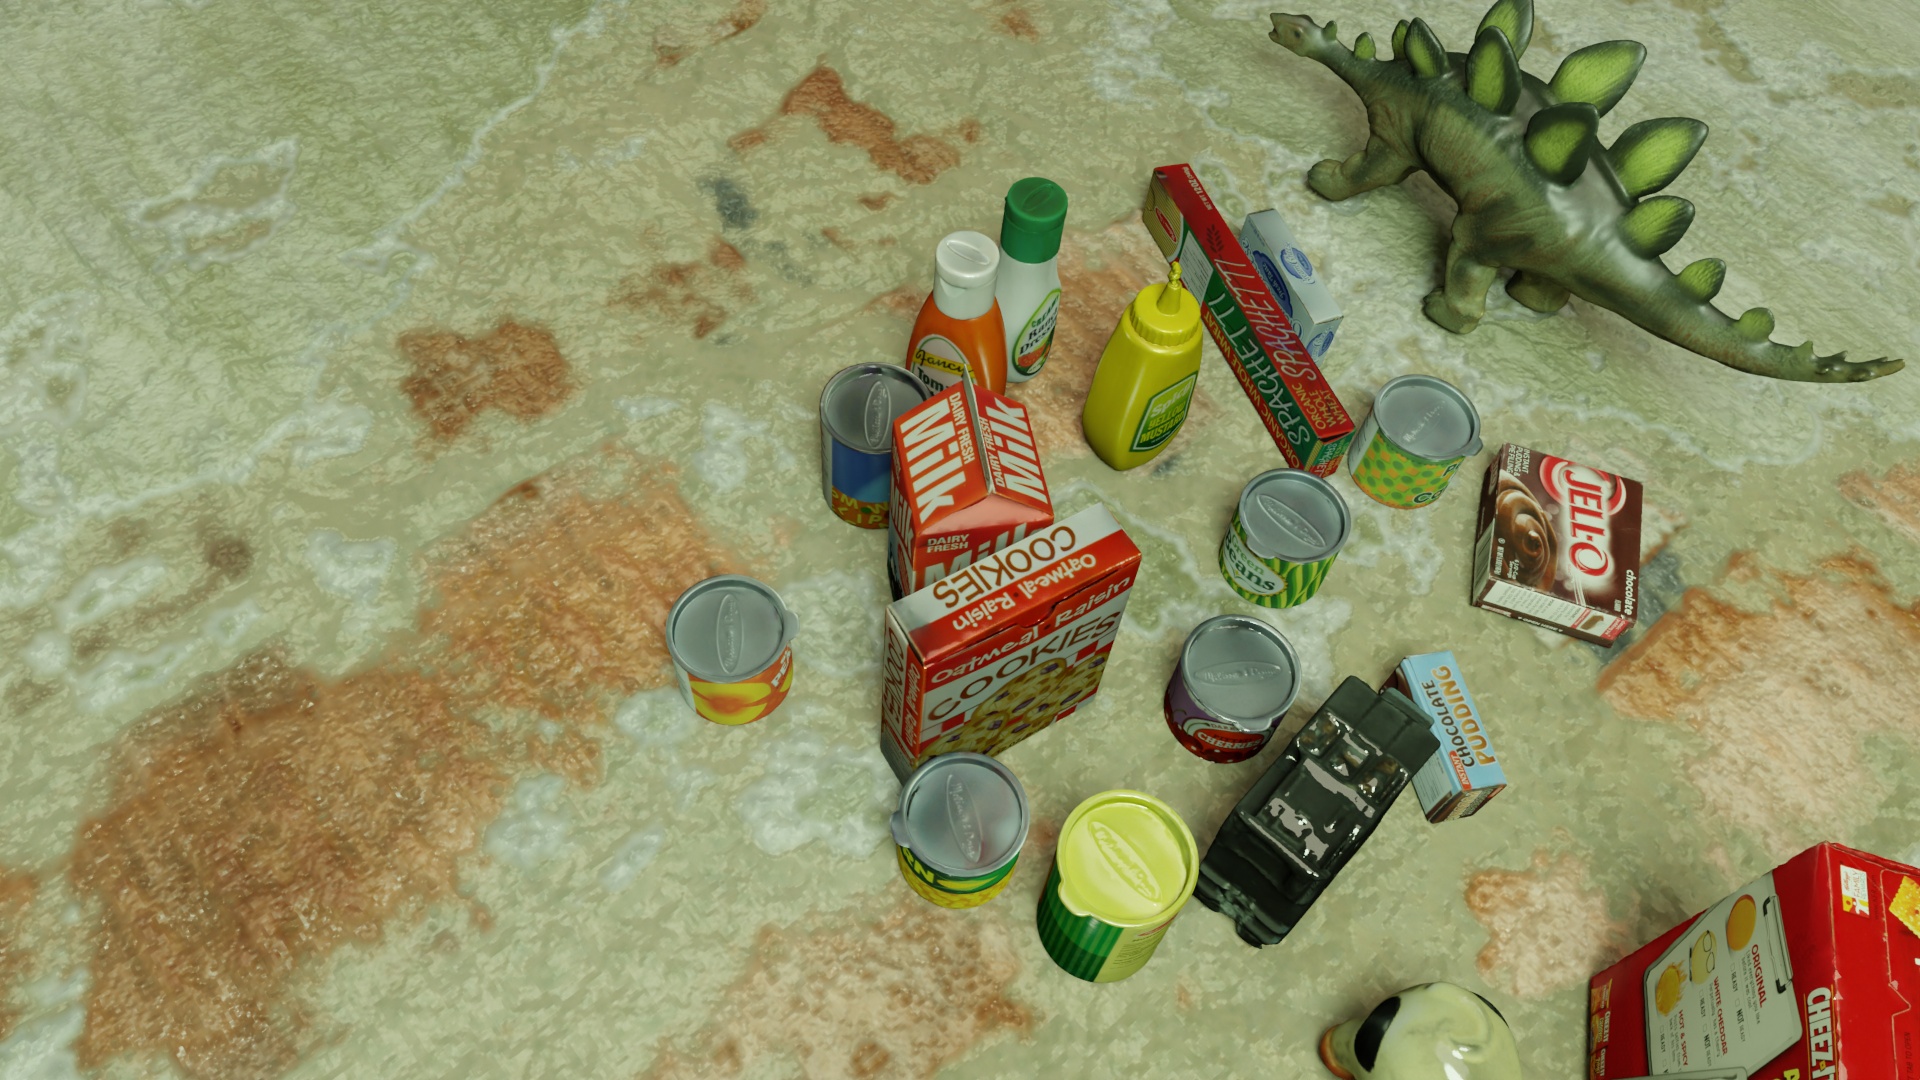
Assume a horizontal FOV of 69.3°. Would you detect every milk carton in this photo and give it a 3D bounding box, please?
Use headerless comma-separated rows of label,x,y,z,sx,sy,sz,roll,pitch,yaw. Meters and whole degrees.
milk carton,0.003,-0.009,0.745,0.073,0.189,0.072,-8,59,-9

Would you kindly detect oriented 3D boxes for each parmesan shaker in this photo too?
parmesan shaker,0.072,0.174,0.686,0.071,0.102,0.071,2,58,-3

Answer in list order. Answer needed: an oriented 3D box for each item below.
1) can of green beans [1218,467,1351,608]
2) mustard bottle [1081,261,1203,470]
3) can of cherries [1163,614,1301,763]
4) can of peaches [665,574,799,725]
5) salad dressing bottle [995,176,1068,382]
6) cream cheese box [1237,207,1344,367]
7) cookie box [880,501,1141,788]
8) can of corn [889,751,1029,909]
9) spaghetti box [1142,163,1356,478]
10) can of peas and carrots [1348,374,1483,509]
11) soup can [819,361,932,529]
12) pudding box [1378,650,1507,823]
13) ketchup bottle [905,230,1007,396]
can of green beans,0.193,-0.001,0.833,0.071,0.057,0.071,2,58,-3
mustard bottle,0.114,-0.106,0.833,0.065,0.159,0.049,-32,65,-22
can of cherries,0.150,0.086,0.774,0.071,0.058,0.072,2,58,-3
can of peaches,-0.124,0.061,0.768,0.071,0.057,0.071,2,58,-3
salad dressing bottle,0.039,-0.161,0.869,0.044,0.147,0.064,35,62,16
cream cheese box,0.221,-0.170,0.945,0.024,0.053,0.104,-15,60,-13
cookie box,0.022,0.062,0.715,0.123,0.166,0.040,-26,64,-19
can of corn,-0.002,0.152,0.721,0.071,0.058,0.071,2,58,-3
spaghetti box,0.188,-0.150,0.931,0.029,0.050,0.251,-16,60,-14
can of peas and carrots,0.287,-0.060,0.877,0.071,0.058,0.071,2,58,-3
soup can,-0.048,-0.055,0.833,0.071,0.083,0.071,2,58,-3
pudding box,0.267,0.109,0.774,0.030,0.049,0.084,-8,59,-9
ketchup bottle,0.000,-0.124,0.842,0.065,0.148,0.044,27,60,12
